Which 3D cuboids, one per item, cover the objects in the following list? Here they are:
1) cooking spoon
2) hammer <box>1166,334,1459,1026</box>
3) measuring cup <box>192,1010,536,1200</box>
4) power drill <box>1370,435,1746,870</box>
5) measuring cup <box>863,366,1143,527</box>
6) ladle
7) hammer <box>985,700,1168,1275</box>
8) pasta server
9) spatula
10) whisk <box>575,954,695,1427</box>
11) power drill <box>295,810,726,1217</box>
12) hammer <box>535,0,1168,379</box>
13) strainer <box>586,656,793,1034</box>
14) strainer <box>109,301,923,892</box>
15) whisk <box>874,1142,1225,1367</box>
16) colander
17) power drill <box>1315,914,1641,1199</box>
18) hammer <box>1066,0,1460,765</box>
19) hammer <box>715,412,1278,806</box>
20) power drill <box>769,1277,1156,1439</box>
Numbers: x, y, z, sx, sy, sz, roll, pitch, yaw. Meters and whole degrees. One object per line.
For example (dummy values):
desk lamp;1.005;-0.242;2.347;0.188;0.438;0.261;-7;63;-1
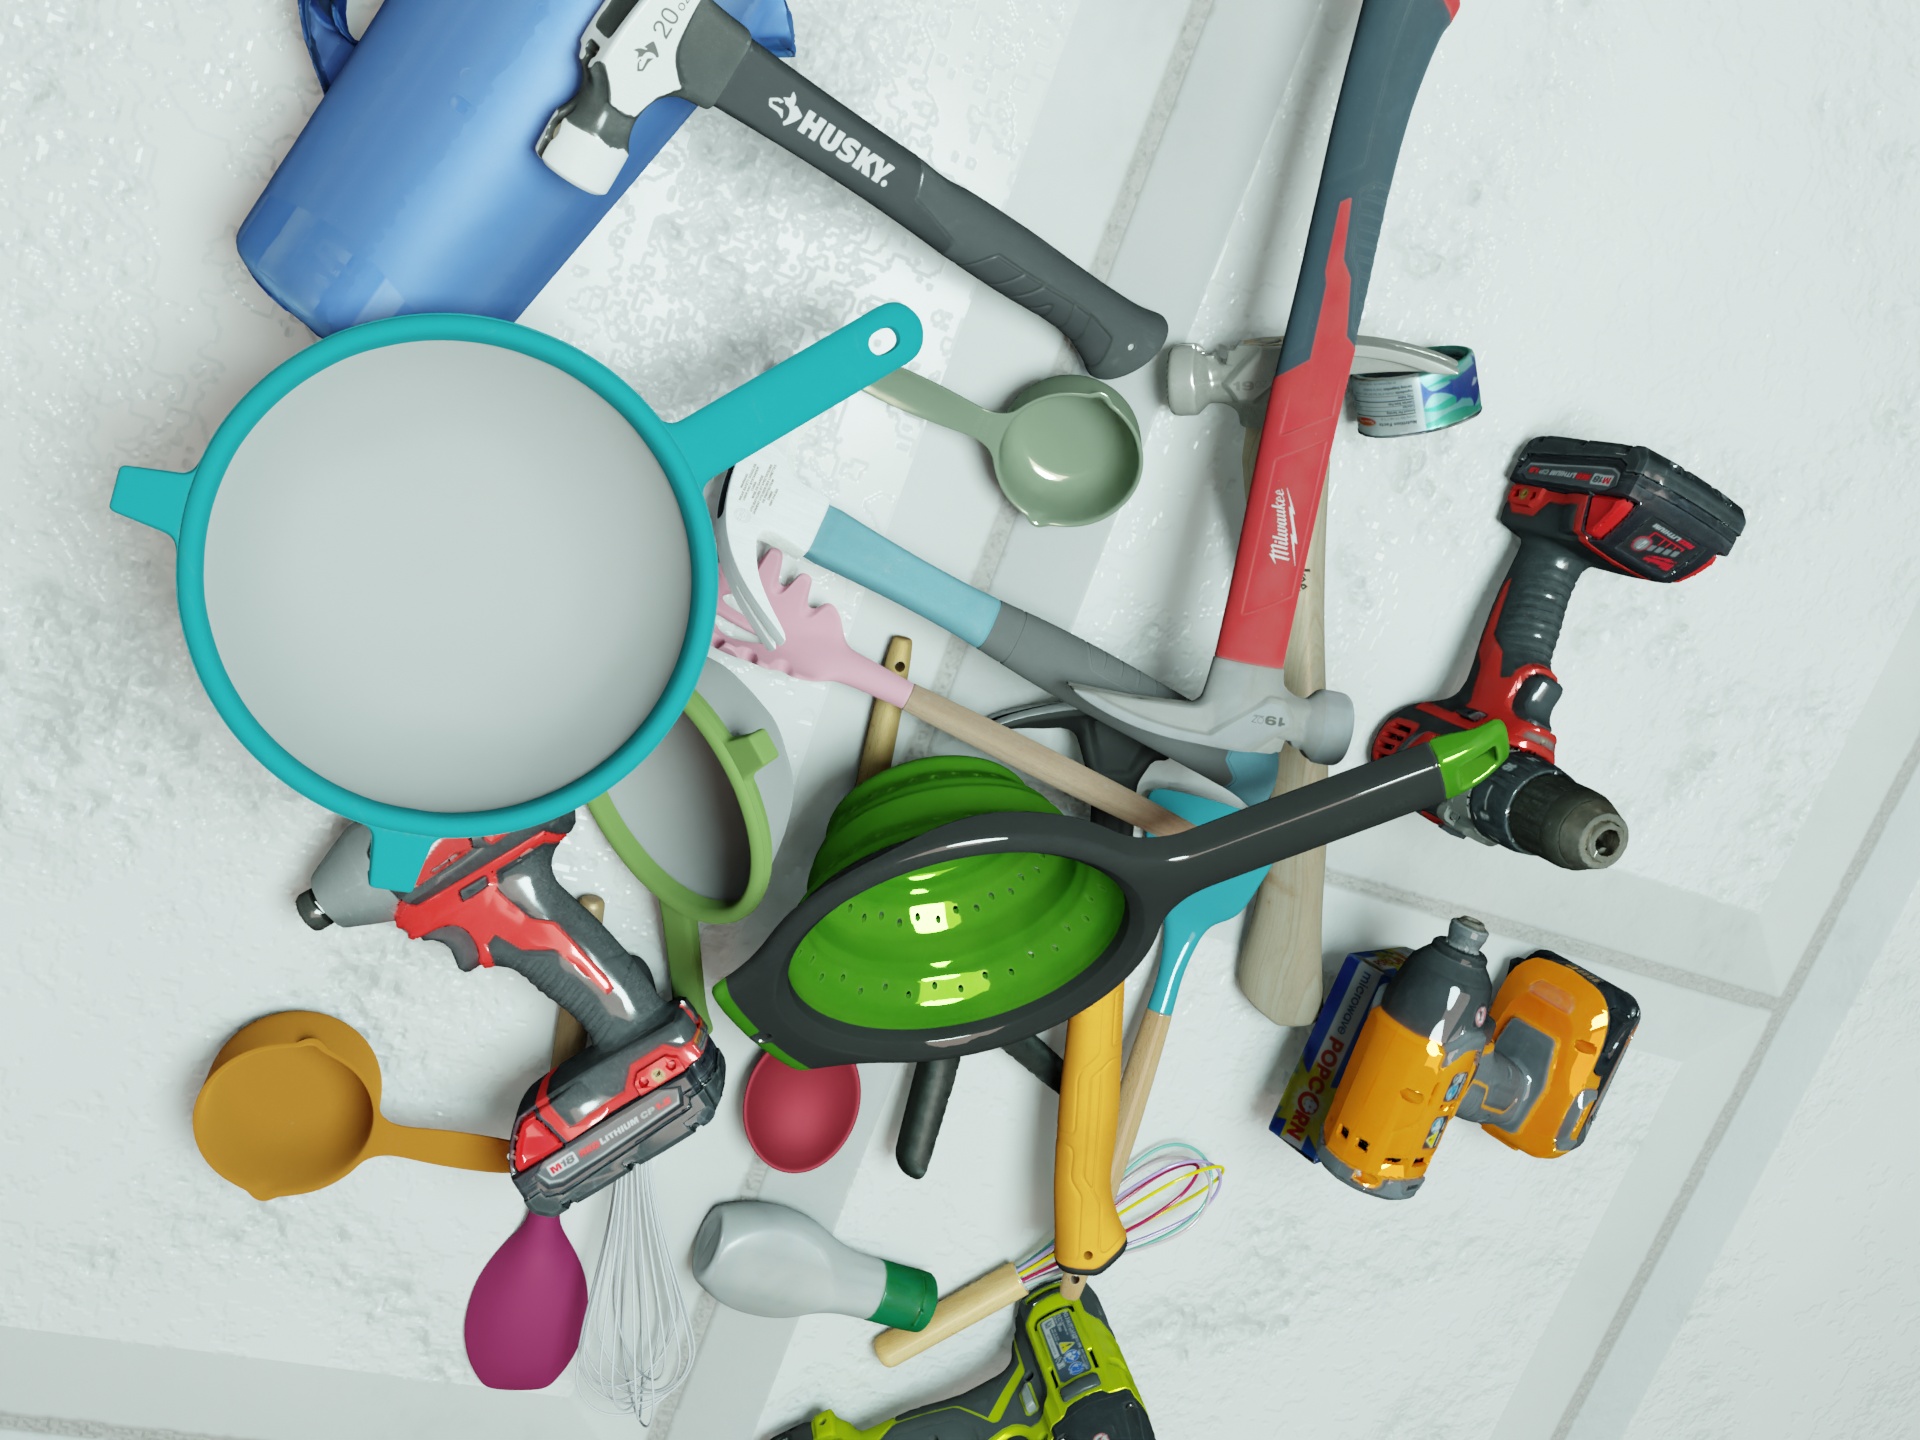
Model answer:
cooking spoon;-0.229;0.245;0.892;0.068;0.017;0.318;8;106;-16
hammer;0.197;-0.008;0.892;0.146;0.038;0.410;2;114;16
measuring cup;-0.309;0.206;0.841;0.173;0.052;0.095;17;102;-22
power drill;0.330;-0.033;0.868;0.080;0.188;0.226;24;96;-20
measuring cup;0.015;-0.159;0.816;0.167;0.038;0.083;22;125;-8
ladle;-0.066;0.105;0.888;0.069;0.031;0.315;8;104;-21
hammer;0.070;0.155;0.903;0.127;0.034;0.337;1;100;-7
pasta server;-0.001;-0.003;0.831;0.316;0.040;0.060;27;68;-9
spatula;0.108;0.198;0.939;0.082;0.044;0.317;17;95;8
whisk;-0.183;0.267;0.893;0.070;0.070;0.284;-2;103;-15
power drill;-0.226;0.129;0.807;0.143;0.078;0.219;-31;98;-3
hammer;-0.013;-0.238;0.714;0.334;0.035;0.146;19;115;-45
strainer;-0.129;0.064;0.829;0.069;0.152;0.256;-33;139;-37
strainer;-0.168;-0.095;0.700;0.340;0.095;0.211;-35;109;-20
whisk;0.055;0.334;0.988;0.245;0.047;0.051;-29;86;0
colander;0.067;0.055;0.795;0.397;0.095;0.204;-21;142;8
power drill;0.315;0.192;0.948;0.226;0.084;0.164;6;108;-44
hammer;0.157;-0.177;0.771;0.143;0.038;0.386;10;98;-5
hammer;0.027;-0.045;0.817;0.331;0.033;0.128;28;75;-15
power drill;0.004;0.444;0.943;0.223;0.171;0.080;-26;113;-2
